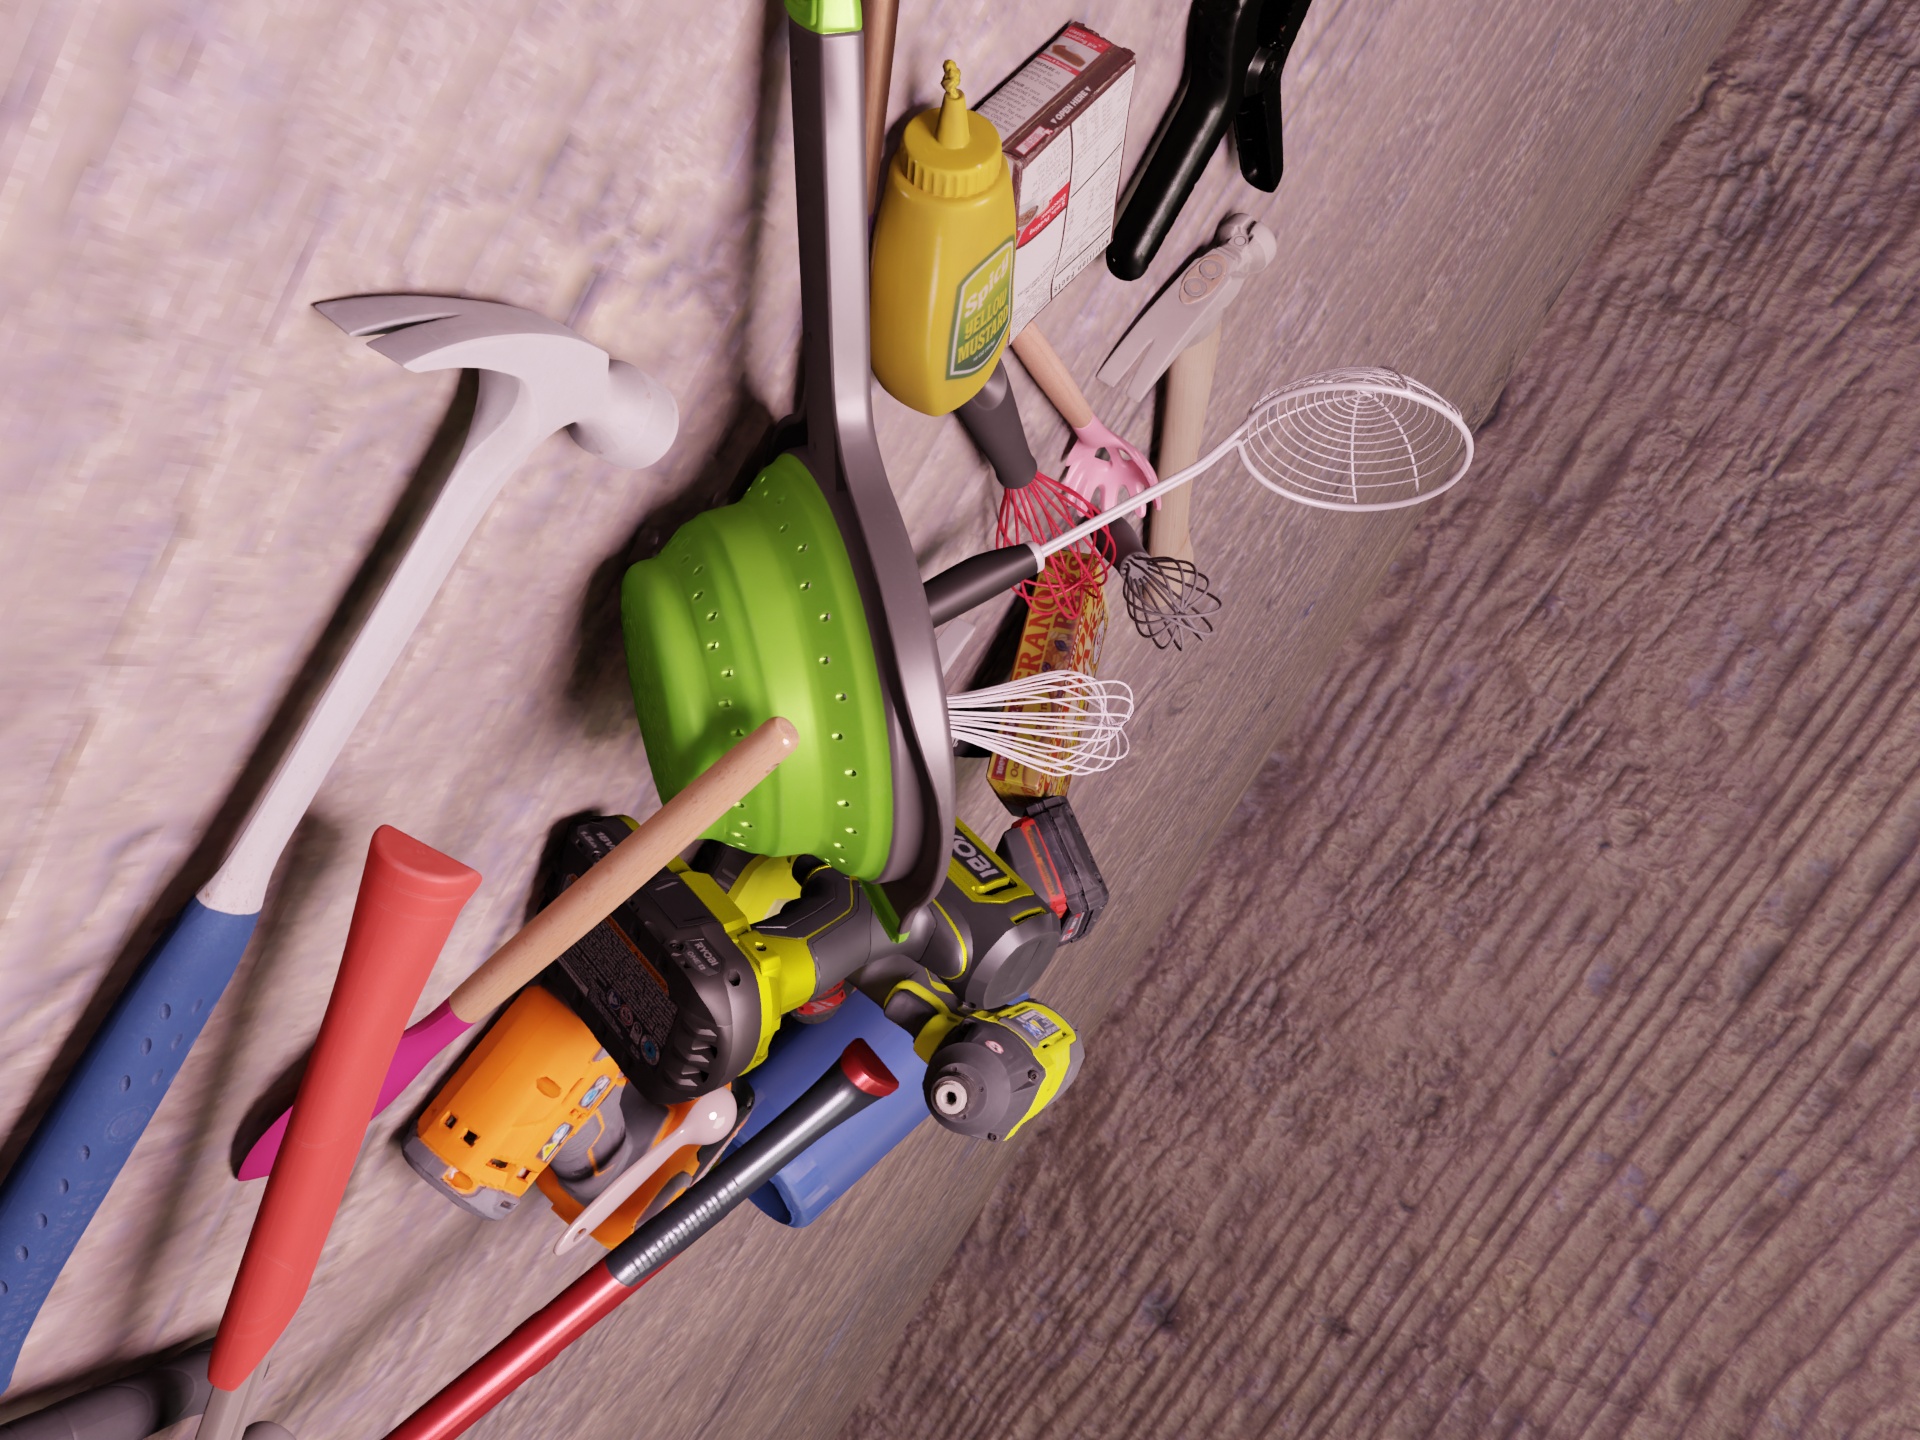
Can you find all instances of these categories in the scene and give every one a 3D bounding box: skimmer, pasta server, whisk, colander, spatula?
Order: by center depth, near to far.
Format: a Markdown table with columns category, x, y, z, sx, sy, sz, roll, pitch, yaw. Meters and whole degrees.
| category | x | y | z | sx | sy | sz | roll | pitch | yaw |
| --- | --- | --- | --- | --- | --- | --- | --- | --- | --- |
| spatula | -0.036 | -0.213 | 0.586 | 0.315 | 0.018 | 0.060 | 101 | 1 | -49 |
| colander | -0.079 | -0.082 | 0.587 | 0.094 | 0.205 | 0.396 | -12 | 127 | -17 |
| skimmer | 0.107 | -0.095 | 0.870 | 0.363 | 0.090 | 0.127 | -28 | 161 | -11 |
| whisk | 0.036 | -0.132 | 0.892 | 0.073 | 0.073 | 0.295 | -54 | 157 | -7 |
| whisk | -0.002 | -0.002 | 0.896 | 0.284 | 0.070 | 0.070 | 3 | 122 | -44 |
| pasta server | 0.063 | -0.175 | 0.911 | 0.316 | 0.060 | 0.040 | 26 | 63 | -71 |
| whisk | 0.116 | -0.099 | 1.015 | 0.055 | 0.055 | 0.239 | -61 | -163 | 16 |

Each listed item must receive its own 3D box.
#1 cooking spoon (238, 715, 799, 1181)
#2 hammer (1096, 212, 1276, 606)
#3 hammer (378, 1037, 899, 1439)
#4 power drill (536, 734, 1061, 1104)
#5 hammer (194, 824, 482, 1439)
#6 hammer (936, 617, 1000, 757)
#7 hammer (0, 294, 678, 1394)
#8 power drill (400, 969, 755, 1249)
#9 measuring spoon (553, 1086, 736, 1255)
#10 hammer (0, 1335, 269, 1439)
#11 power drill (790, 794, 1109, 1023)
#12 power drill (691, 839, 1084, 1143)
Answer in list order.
| category | x | y | z | sx | sy | sz | roll | pitch | yaw |
| --- | --- | --- | --- | --- | --- | --- | --- | --- | --- |
| cooking spoon | -0.174 | 0.097 | 0.609 | 0.319 | 0.017 | 0.068 | -40 | 167 | 22 |
| hammer | 0.151 | -0.181 | 1.153 | 0.146 | 0.038 | 0.410 | -50 | 163 | -16 |
| hammer | -0.188 | 0.298 | 0.821 | 0.386 | 0.038 | 0.143 | -35 | 163 | -28 |
| power drill | -0.085 | 0.080 | 0.775 | 0.228 | 0.191 | 0.080 | -13 | 137 | -46 |
| hammer | -0.249 | 0.198 | 0.570 | 0.359 | 0.037 | 0.149 | -65 | 175 | 19 |
| hammer | 0.002 | 0.005 | 1.070 | 0.146 | 0.035 | 0.334 | -65 | 165 | 7 |
| hammer | -0.232 | 0.047 | 0.504 | 0.405 | 0.035 | 0.144 | -58 | 164 | 5 |
| power drill | -0.184 | 0.193 | 0.842 | 0.164 | 0.084 | 0.226 | -52 | 159 | -15 |
| measuring spoon | -0.159 | 0.236 | 0.823 | 0.124 | 0.018 | 0.034 | -38 | 149 | -38 |
| hammer | -0.344 | 0.249 | 0.498 | 0.149 | 0.036 | 0.408 | -25 | 168 | 4 |
| power drill | -0.026 | 0.142 | 1.071 | 0.226 | 0.080 | 0.187 | -19 | 161 | -11 |
| power drill | -0.046 | 0.143 | 0.875 | 0.080 | 0.223 | 0.171 | -58 | 163 | 6 |
